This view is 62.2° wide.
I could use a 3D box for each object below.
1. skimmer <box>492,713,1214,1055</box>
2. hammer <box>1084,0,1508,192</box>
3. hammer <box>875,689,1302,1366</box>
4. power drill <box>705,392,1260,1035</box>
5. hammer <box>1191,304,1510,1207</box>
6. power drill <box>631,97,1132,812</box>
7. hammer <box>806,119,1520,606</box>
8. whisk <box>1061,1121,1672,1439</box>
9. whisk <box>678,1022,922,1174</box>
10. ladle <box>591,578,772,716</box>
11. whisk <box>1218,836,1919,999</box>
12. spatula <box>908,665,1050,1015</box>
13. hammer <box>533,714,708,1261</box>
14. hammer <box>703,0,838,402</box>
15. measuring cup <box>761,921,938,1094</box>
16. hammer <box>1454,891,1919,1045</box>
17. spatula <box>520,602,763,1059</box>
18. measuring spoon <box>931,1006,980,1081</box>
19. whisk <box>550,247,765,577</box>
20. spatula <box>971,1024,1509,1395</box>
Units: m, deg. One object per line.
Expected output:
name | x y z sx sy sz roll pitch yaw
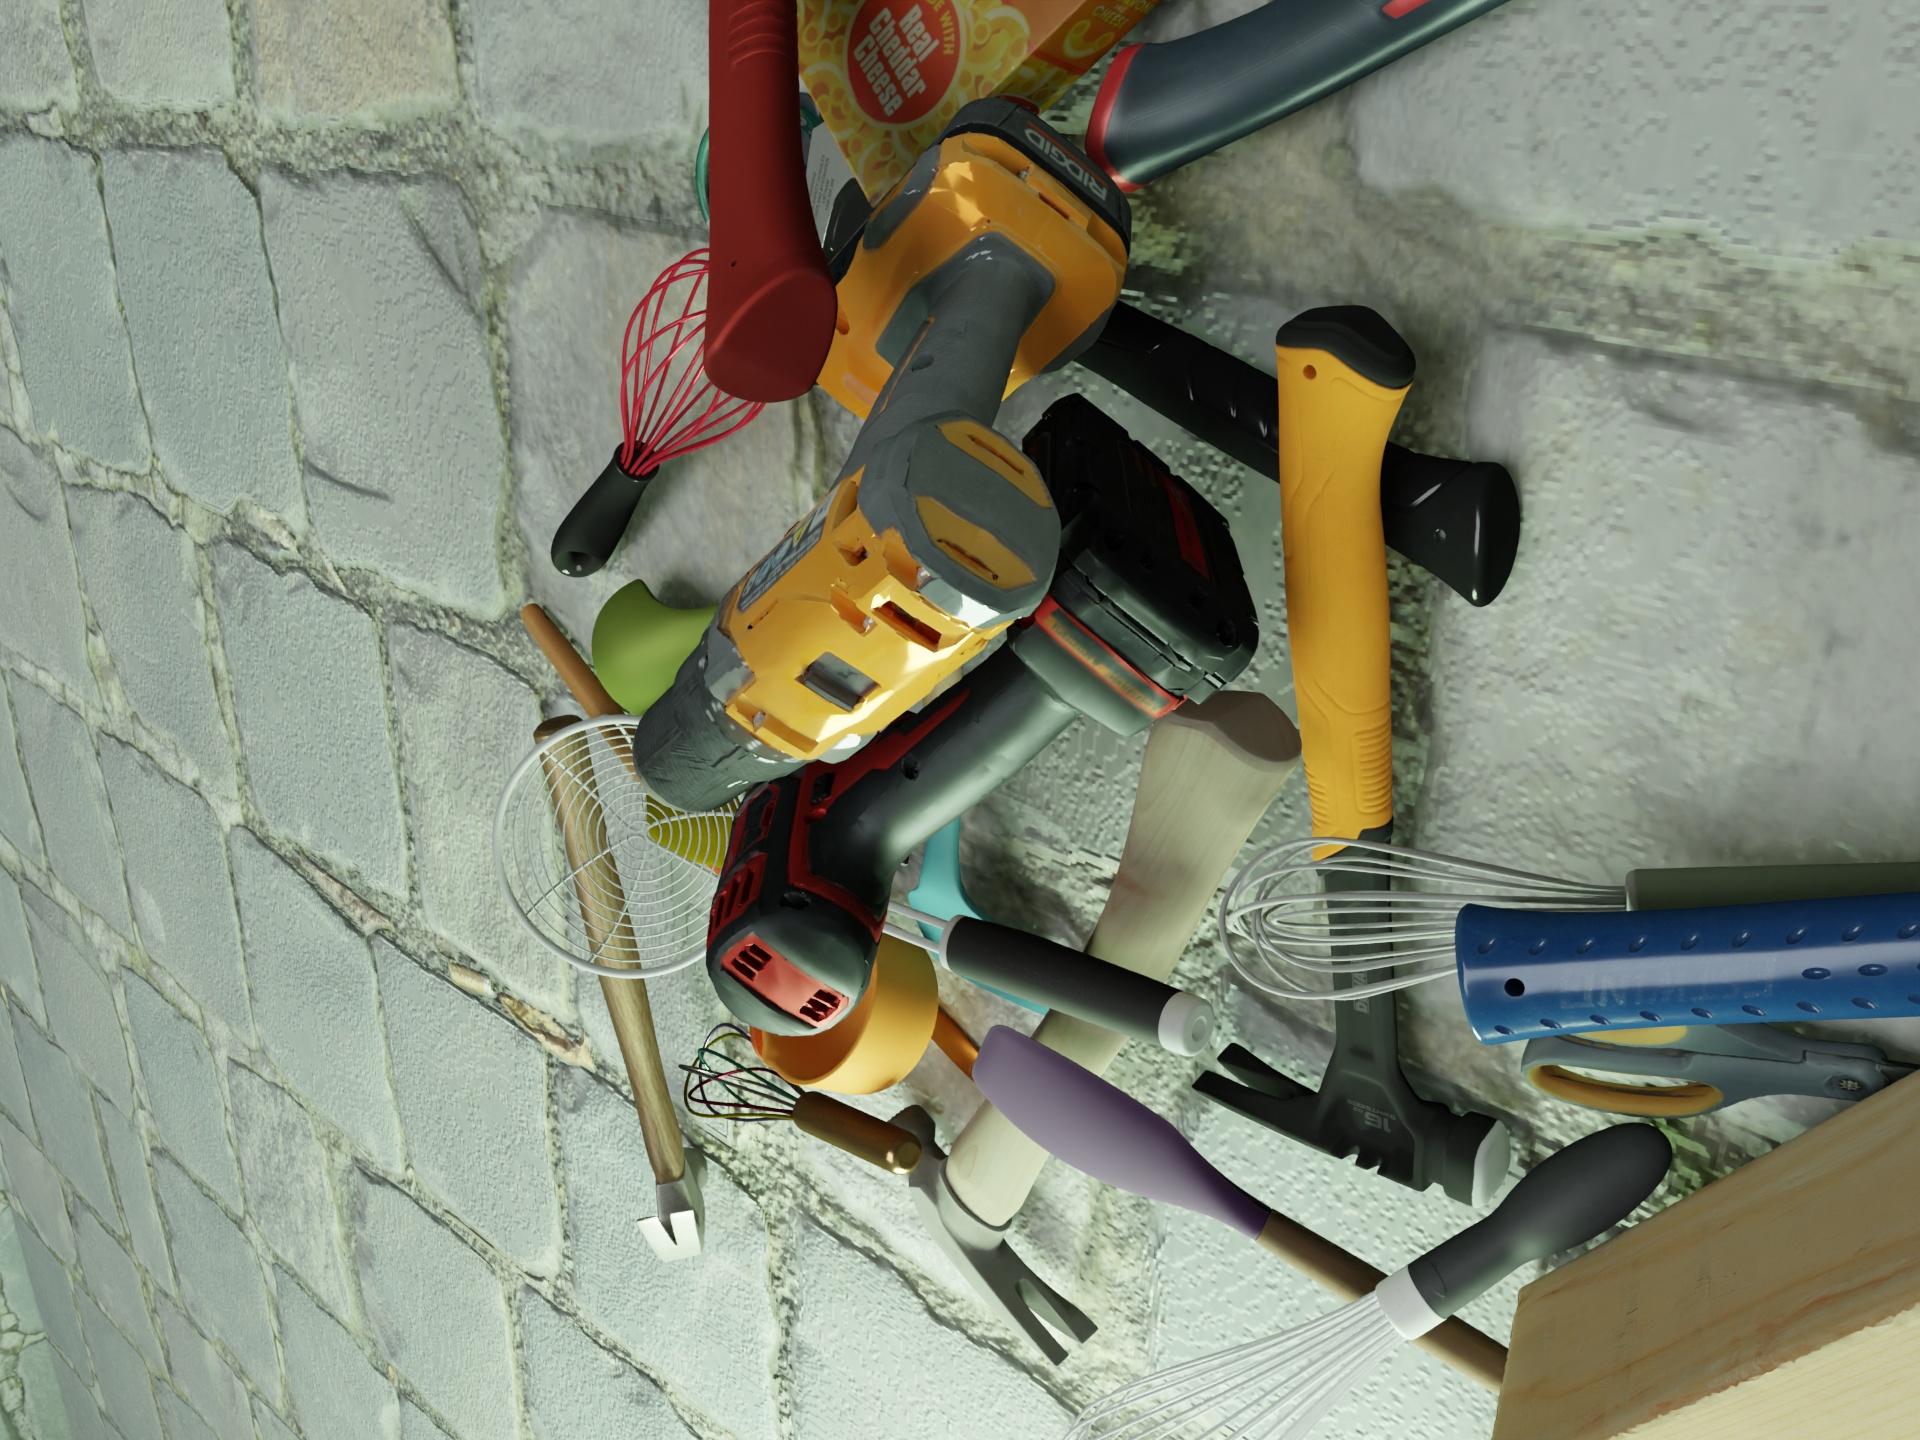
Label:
skimmer | -0.065 0.082 0.674 0.363 0.090 0.127 13 98 42
hammer | 0.192 -0.222 0.442 0.386 0.038 0.143 -14 99 45
hammer | 0.057 0.142 0.678 0.146 0.038 0.410 45 141 21
power drill | -0.005 -0.009 0.587 0.080 0.188 0.226 37 115 -18
hammer | 0.133 0.021 0.572 0.127 0.034 0.336 14 124 39
power drill | -0.030 -0.080 0.530 0.084 0.226 0.185 32 138 -21
hammer | 0.061 -0.137 0.604 0.335 0.035 0.146 37 128 27
whisk | 0.142 0.234 0.592 0.284 0.070 0.070 -41 77 17
whisk | -0.092 0.210 0.857 0.245 0.047 0.051 1 117 57
ladle | -0.071 -0.064 0.764 0.320 0.062 0.078 -17 93 39
whisk | 0.203 0.060 0.498 0.246 0.059 0.057 -4 147 22
spatula | -0.001 -0.002 0.701 0.082 0.044 0.317 18 121 40
hammer | -0.192 0.159 0.912 0.130 0.031 0.331 -125 23 -74
hammer | -0.079 -0.266 0.557 0.149 0.036 0.359 -25 59 40
measuring cup | -0.066 0.116 0.815 0.095 0.052 0.174 -52 39 18
hammer | 0.326 0.055 0.373 0.405 0.035 0.144 -9 102 32
spatula | -0.167 0.054 0.890 0.041 0.081 0.323 -45 68 10
measuring spoon | -0.022 0.151 0.818 0.117 0.011 0.021 42 131 23
whisk | -0.153 -0.137 0.778 0.073 0.073 0.296 61 146 5
spatula | 0.142 0.215 0.629 0.316 0.018 0.059 29 131 13
